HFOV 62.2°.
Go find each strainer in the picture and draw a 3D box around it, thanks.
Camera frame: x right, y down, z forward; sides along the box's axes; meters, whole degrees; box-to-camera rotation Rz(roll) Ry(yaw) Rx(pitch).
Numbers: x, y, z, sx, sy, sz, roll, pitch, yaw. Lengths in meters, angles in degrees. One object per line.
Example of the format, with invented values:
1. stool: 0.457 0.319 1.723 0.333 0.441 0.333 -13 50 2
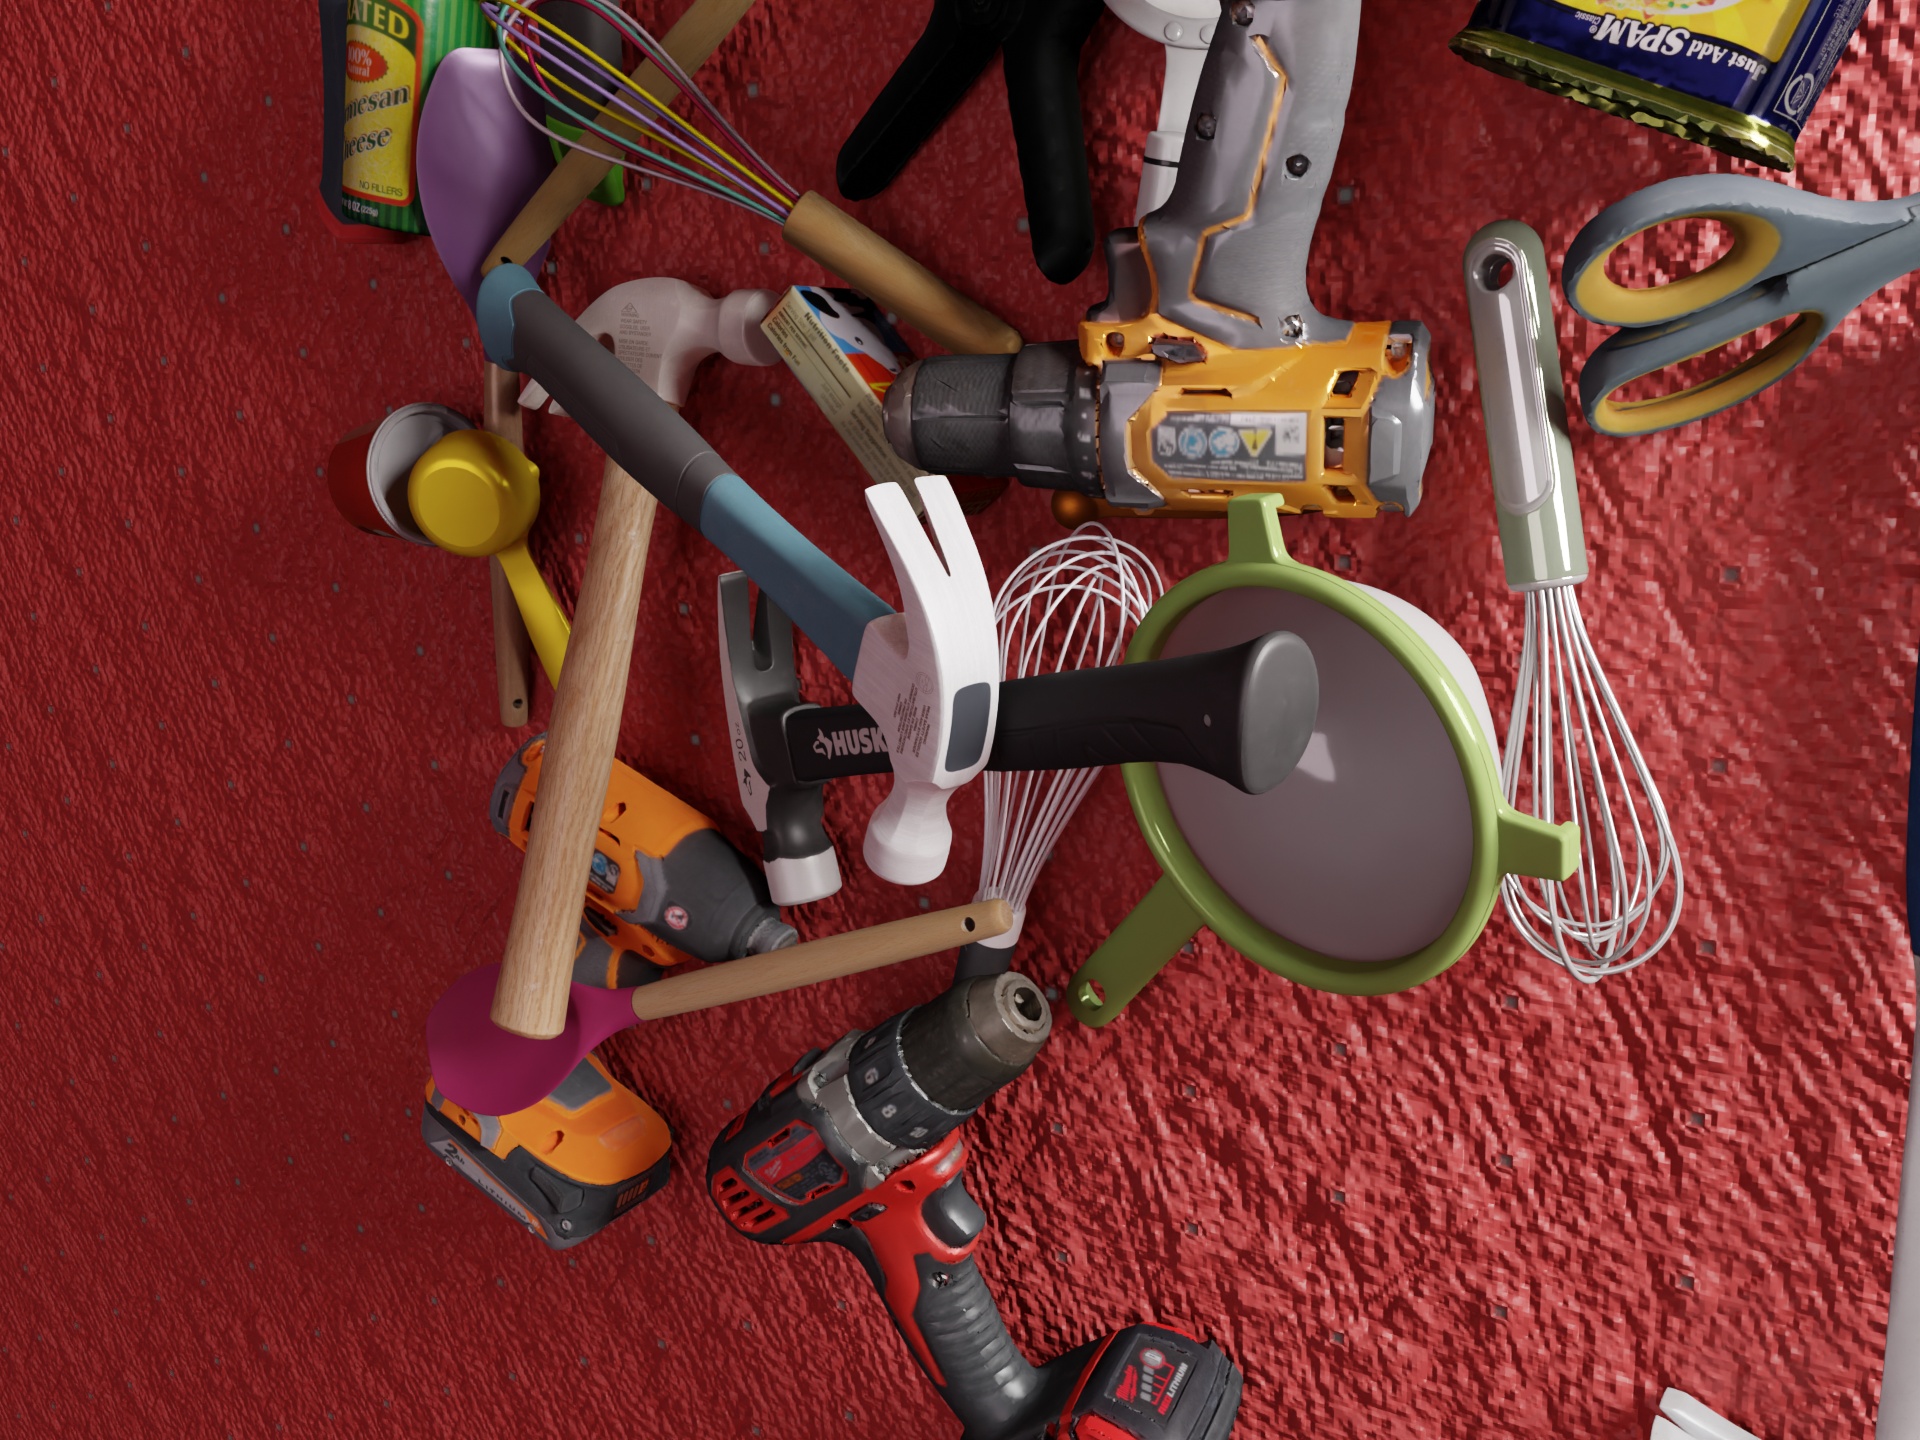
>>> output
1. strainer: 0.111 0.040 0.574 0.152 0.069 0.256 52 143 17
2. strainer: 0.072 -0.204 0.543 0.087 0.050 0.258 6 115 -2

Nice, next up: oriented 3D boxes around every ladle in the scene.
1. ladle: -0.096 -0.273 0.620 0.069 0.031 0.315 38 124 -26

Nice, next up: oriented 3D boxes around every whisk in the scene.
1. whisk: -0.080 -0.206 0.610 0.245 0.051 0.047 34 145 0
2. whisk: 0.021 0.052 0.639 0.070 0.070 0.284 28 121 24
3. whisk: 0.189 -0.037 0.510 0.058 0.059 0.246 -6 94 42

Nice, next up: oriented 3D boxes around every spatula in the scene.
1. spatula: -0.215 -0.142 0.739 0.018 0.059 0.315 37 130 50

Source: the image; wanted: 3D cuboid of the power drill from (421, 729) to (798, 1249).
1. power drill: -0.168 0.137 0.766 0.164 0.084 0.226 29 113 22

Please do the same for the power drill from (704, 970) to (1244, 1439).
1. power drill: 0.016 0.219 0.651 0.188 0.080 0.227 -40 87 34

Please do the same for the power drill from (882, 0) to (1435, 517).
1. power drill: 0.056 -0.172 0.500 0.185 0.084 0.226 4 121 17

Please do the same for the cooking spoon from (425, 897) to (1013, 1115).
1. cooking spoon: -0.117 0.117 0.684 0.319 0.017 0.069 -17 79 28

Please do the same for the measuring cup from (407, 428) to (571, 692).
1. measuring cup: -0.207 -0.059 0.744 0.062 0.029 0.156 -16 110 15

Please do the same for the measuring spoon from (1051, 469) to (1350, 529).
1. measuring spoon: 0.085 -0.079 0.578 0.117 0.011 0.021 0 127 28

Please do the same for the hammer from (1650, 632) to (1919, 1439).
1. hammer: 0.294 0.080 0.479 0.144 0.035 0.405 5 105 31

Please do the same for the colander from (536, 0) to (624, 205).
1. colander: -0.127 -0.400 0.601 0.205 0.094 0.396 27 134 24

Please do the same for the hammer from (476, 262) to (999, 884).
1. hammer: -0.098 -0.086 0.603 0.331 0.033 0.128 43 132 33

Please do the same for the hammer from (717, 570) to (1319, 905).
1. hammer: -0.001 -0.002 0.573 0.335 0.035 0.146 -6 96 57

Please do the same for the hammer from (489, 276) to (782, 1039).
1. hammer: -0.160 -0.027 0.692 0.130 0.031 0.331 13 93 35

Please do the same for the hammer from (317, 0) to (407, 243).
1. hammer: -0.269 -0.413 0.707 0.143 0.038 0.386 8 107 29
